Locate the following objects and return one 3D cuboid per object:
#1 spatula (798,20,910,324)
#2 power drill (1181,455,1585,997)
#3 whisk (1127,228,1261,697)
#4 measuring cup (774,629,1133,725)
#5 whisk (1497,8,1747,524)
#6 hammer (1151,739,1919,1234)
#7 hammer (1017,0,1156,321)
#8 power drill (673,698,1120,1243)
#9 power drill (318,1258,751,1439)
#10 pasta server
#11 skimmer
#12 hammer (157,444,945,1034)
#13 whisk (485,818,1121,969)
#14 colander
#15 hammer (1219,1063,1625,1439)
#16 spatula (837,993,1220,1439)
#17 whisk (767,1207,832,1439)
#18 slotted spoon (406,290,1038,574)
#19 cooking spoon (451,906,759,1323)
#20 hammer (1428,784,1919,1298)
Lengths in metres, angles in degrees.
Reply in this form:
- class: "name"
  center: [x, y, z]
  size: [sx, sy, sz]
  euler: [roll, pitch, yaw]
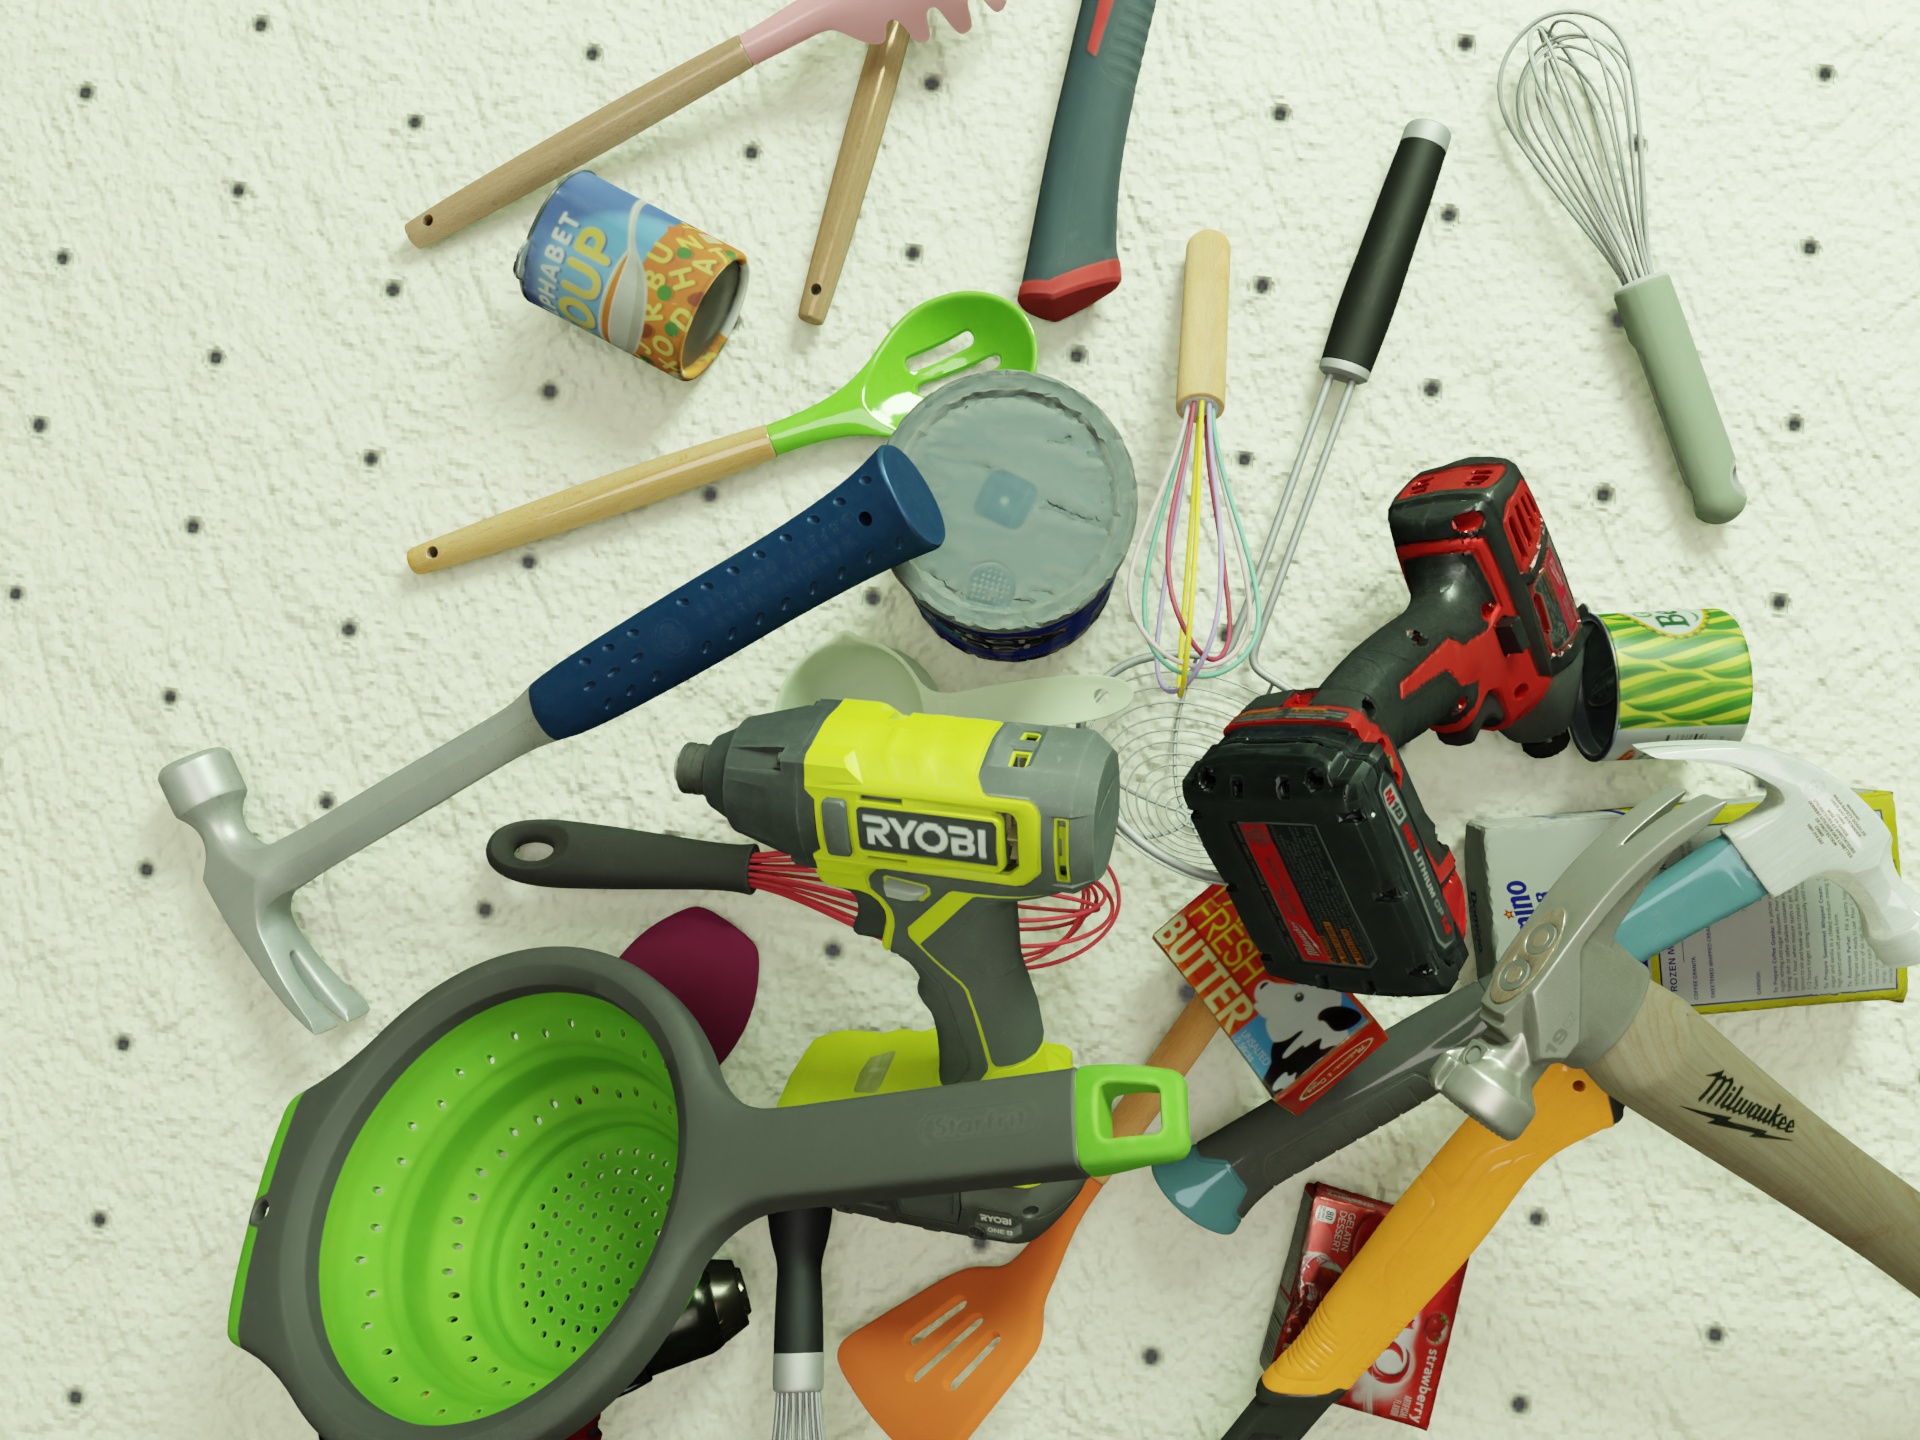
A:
- class: "spatula"
  center: [-0.031, -0.341, 0.758]
  size: [0.060, 0.018, 0.316]
  euler: [14, 87, 8]
- class: "power drill"
  center: [0.191, 0.004, 0.652]
  size: [0.220, 0.078, 0.143]
  euler: [-47, 120, -34]
- class: "whisk"
  center: [0.104, -0.120, 0.685]
  size: [0.051, 0.047, 0.245]
  euler: [-10, 58, 29]
- class: "measuring cup"
  center: [-0.001, -0.002, 0.709]
  size: [0.167, 0.038, 0.083]
  euler: [-6, 83, 19]
- class: "whisk"
  center: [0.306, -0.206, 0.725]
  size: [0.059, 0.058, 0.246]
  euler: [-20, 89, 36]
- class: "hammer"
  center: [0.229, 0.124, 0.672]
  size: [0.331, 0.033, 0.128]
  euler: [-35, 88, 13]
- class: "hammer"
  center: [0.068, -0.381, 0.746]
  size: [0.143, 0.038, 0.386]
  euler: [13, 88, 5]
- class: "power drill"
  center: [-0.023, 0.097, 0.645]
  size: [0.171, 0.080, 0.223]
  euler: [6, 121, 16]
- class: "power drill"
  center: [-0.162, 0.360, 0.696]
  size: [0.188, 0.080, 0.227]
  euler: [-16, 84, -11]
- class: "pasta server"
  center: [-0.121, -0.298, 0.747]
  size: [0.316, 0.040, 0.060]
  euler: [-25, 80, 9]
- class: "skimmer"
  center: [0.156, -0.104, 0.700]
  size: [0.127, 0.090, 0.363]
  euler: [20, 88, 3]
- class: "hammer"
  center: [-0.178, 0.006, 0.667]
  size: [0.405, 0.035, 0.144]
  euler: [-27, 89, 25]
- class: "whisk"
  center: [-0.075, 0.070, 0.721]
  size: [0.296, 0.073, 0.073]
  euler: [4, 87, 9]
- class: "colander"
  center: [-0.094, 0.188, 0.624]
  size: [0.397, 0.094, 0.205]
  euler: [-12, 54, 19]
- class: "hammer"
  center: [0.152, 0.259, 0.672]
  size: [0.127, 0.034, 0.337]
  euler: [36, 103, 2]
- class: "spatula"
  center: [0.068, 0.181, 0.712]
  size: [0.322, 0.041, 0.081]
  euler: [-54, 43, -4]
- class: "whisk"
  center: [-0.071, 0.315, 0.683]
  size: [0.070, 0.070, 0.285]
  euler: [-3, 69, 3]
- class: "slotted spoon"
  center: [-0.113, -0.125, 0.747]
  size: [0.314, 0.031, 0.070]
  euler: [-19, 86, 4]
- class: "cooking spoon"
  center: [-0.197, 0.226, 0.736]
  size: [0.069, 0.017, 0.319]
  euler: [34, 89, 1]
- class: "hammer"
  center: [0.373, 0.192, 0.635]
  size: [0.410, 0.038, 0.146]
  euler: [36, 90, -16]
